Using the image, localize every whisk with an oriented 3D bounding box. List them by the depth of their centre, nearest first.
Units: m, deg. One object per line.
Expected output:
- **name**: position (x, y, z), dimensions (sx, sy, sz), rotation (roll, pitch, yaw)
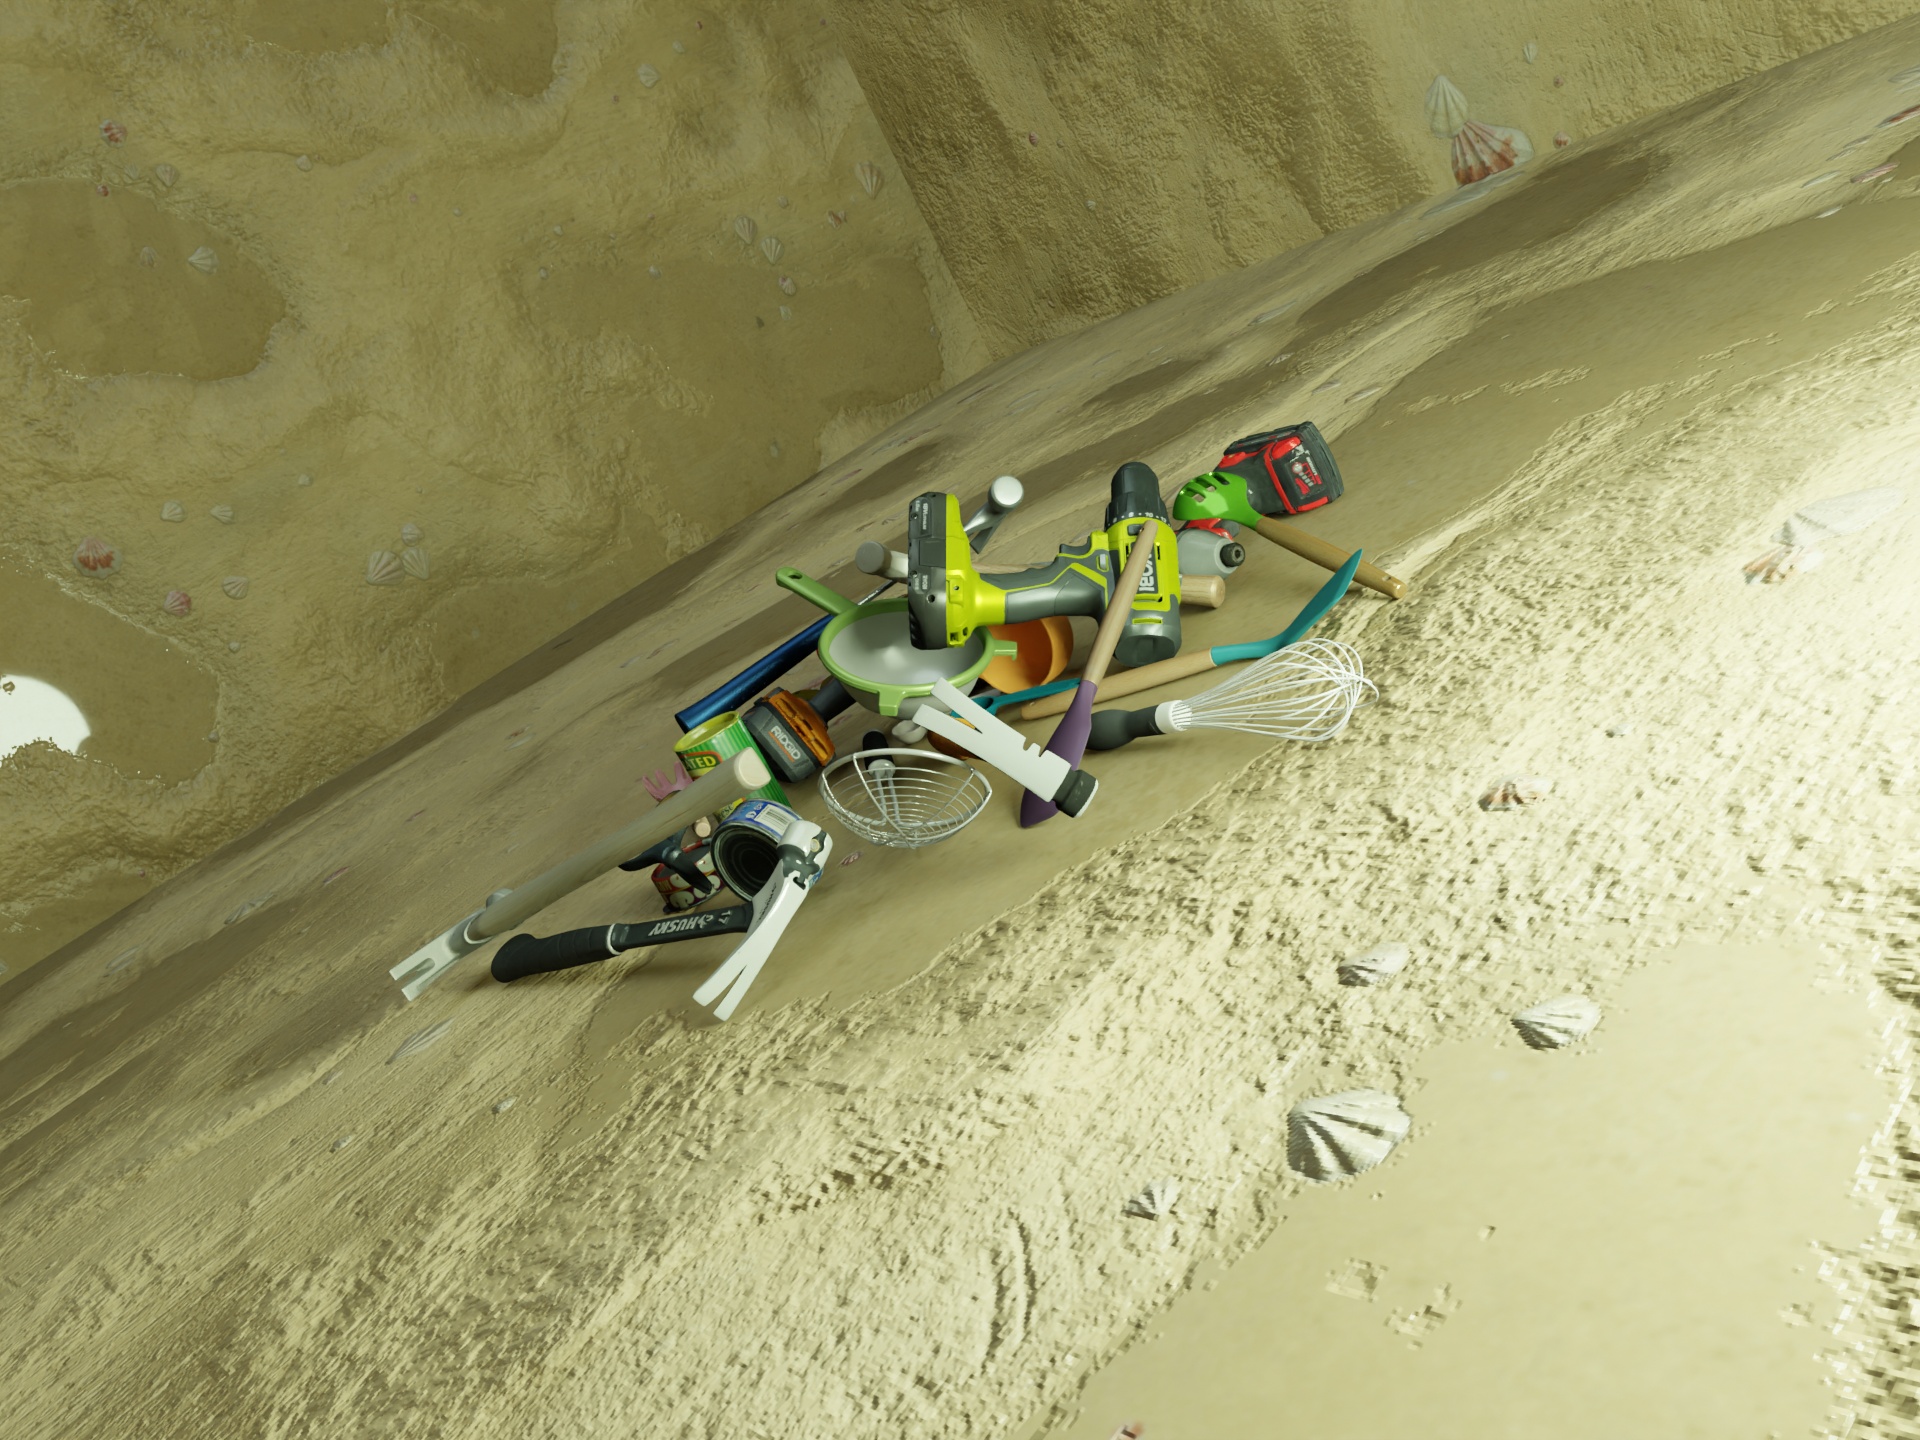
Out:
- **whisk**: position (0.170, -0.007, 1.107), dimensions (0.070, 0.070, 0.284), rotation (-39, 15, -33)

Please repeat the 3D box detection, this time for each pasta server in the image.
- **pasta server**: position (-0.262, 0.076, 1.516), dimensions (0.060, 0.040, 0.316), rotation (-23, 9, -11)

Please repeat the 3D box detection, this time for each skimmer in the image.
- **skimmer**: position (-0.056, 0.027, 1.296), dimensions (0.127, 0.090, 0.363), rotation (6, 11, -8)

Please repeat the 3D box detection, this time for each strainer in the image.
- **strainer**: position (-0.082, -0.063, 1.408), dimensions (0.151, 0.069, 0.257), rotation (-26, 41, -34)

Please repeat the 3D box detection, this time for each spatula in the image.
- **spatula**: position (0.104, -0.044, 1.222), dimensions (0.060, 0.018, 0.316), rotation (-26, 32, 47)
- **spatula**: position (0.174, -0.054, 1.255), dimensions (0.317, 0.044, 0.082), rotation (-18, 23, 34)

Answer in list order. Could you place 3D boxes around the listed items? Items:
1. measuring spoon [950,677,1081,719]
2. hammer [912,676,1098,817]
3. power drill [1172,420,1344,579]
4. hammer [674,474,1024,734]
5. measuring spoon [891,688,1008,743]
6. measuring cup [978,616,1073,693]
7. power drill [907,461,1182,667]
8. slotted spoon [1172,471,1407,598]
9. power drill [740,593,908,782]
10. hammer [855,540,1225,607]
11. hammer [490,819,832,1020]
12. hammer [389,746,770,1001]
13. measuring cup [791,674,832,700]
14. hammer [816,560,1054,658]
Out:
- **measuring spoon**: position (0.054, -0.013, 1.382), dimensions (0.128, 0.021, 0.042), rotation (-13, 21, 15)
- **hammer**: position (0.007, 0.014, 1.182), dimensions (0.034, 0.127, 0.337), rotation (-58, 8, -3)
- **power drill**: position (0.253, -0.188, 1.484), dimensions (0.220, 0.078, 0.143), rotation (-41, 21, -30)
- **hammer**: position (-0.110, -0.106, 1.587), dimensions (0.405, 0.035, 0.144), rotation (-37, -2, -16)
- **measuring spoon**: position (-0.002, -0.005, 1.448), dimensions (0.124, 0.018, 0.034), rotation (-21, 22, 1)
- **measuring cup**: position (0.028, -0.058, 1.440), dimensions (0.173, 0.095, 0.052), rotation (-25, 4, 40)
- **power drill**: position (0.071, -0.138, 1.346), dimensions (0.228, 0.080, 0.191), rotation (0, 60, 1)
- **slotted spoon**: position (0.267, -0.156, 1.320), dimensions (0.070, 0.031, 0.314), rotation (-34, 33, -8)
- **power drill**: position (-0.104, -0.040, 1.521), dimensions (0.226, 0.084, 0.164), rotation (-41, 8, -11)
- **hammer**: position (0.077, -0.129, 1.446), dimensions (0.331, 0.031, 0.130), rotation (7, -1, 25)
- **hammer**: position (-0.259, 0.173, 1.238), dimensions (0.409, 0.036, 0.149), rotation (-17, 38, 45)
- **hammer**: position (-0.309, 0.122, 1.302), dimensions (0.410, 0.038, 0.146), rotation (-29, 7, 34)
- **measuring cup**: position (-0.152, -0.038, 1.747), dimensions (0.062, 0.029, 0.156), rotation (-37, 20, -29)
- **hammer**: position (-0.041, -0.112, 1.719), dimensions (0.143, 0.038, 0.386), rotation (-12, -1, -44)
